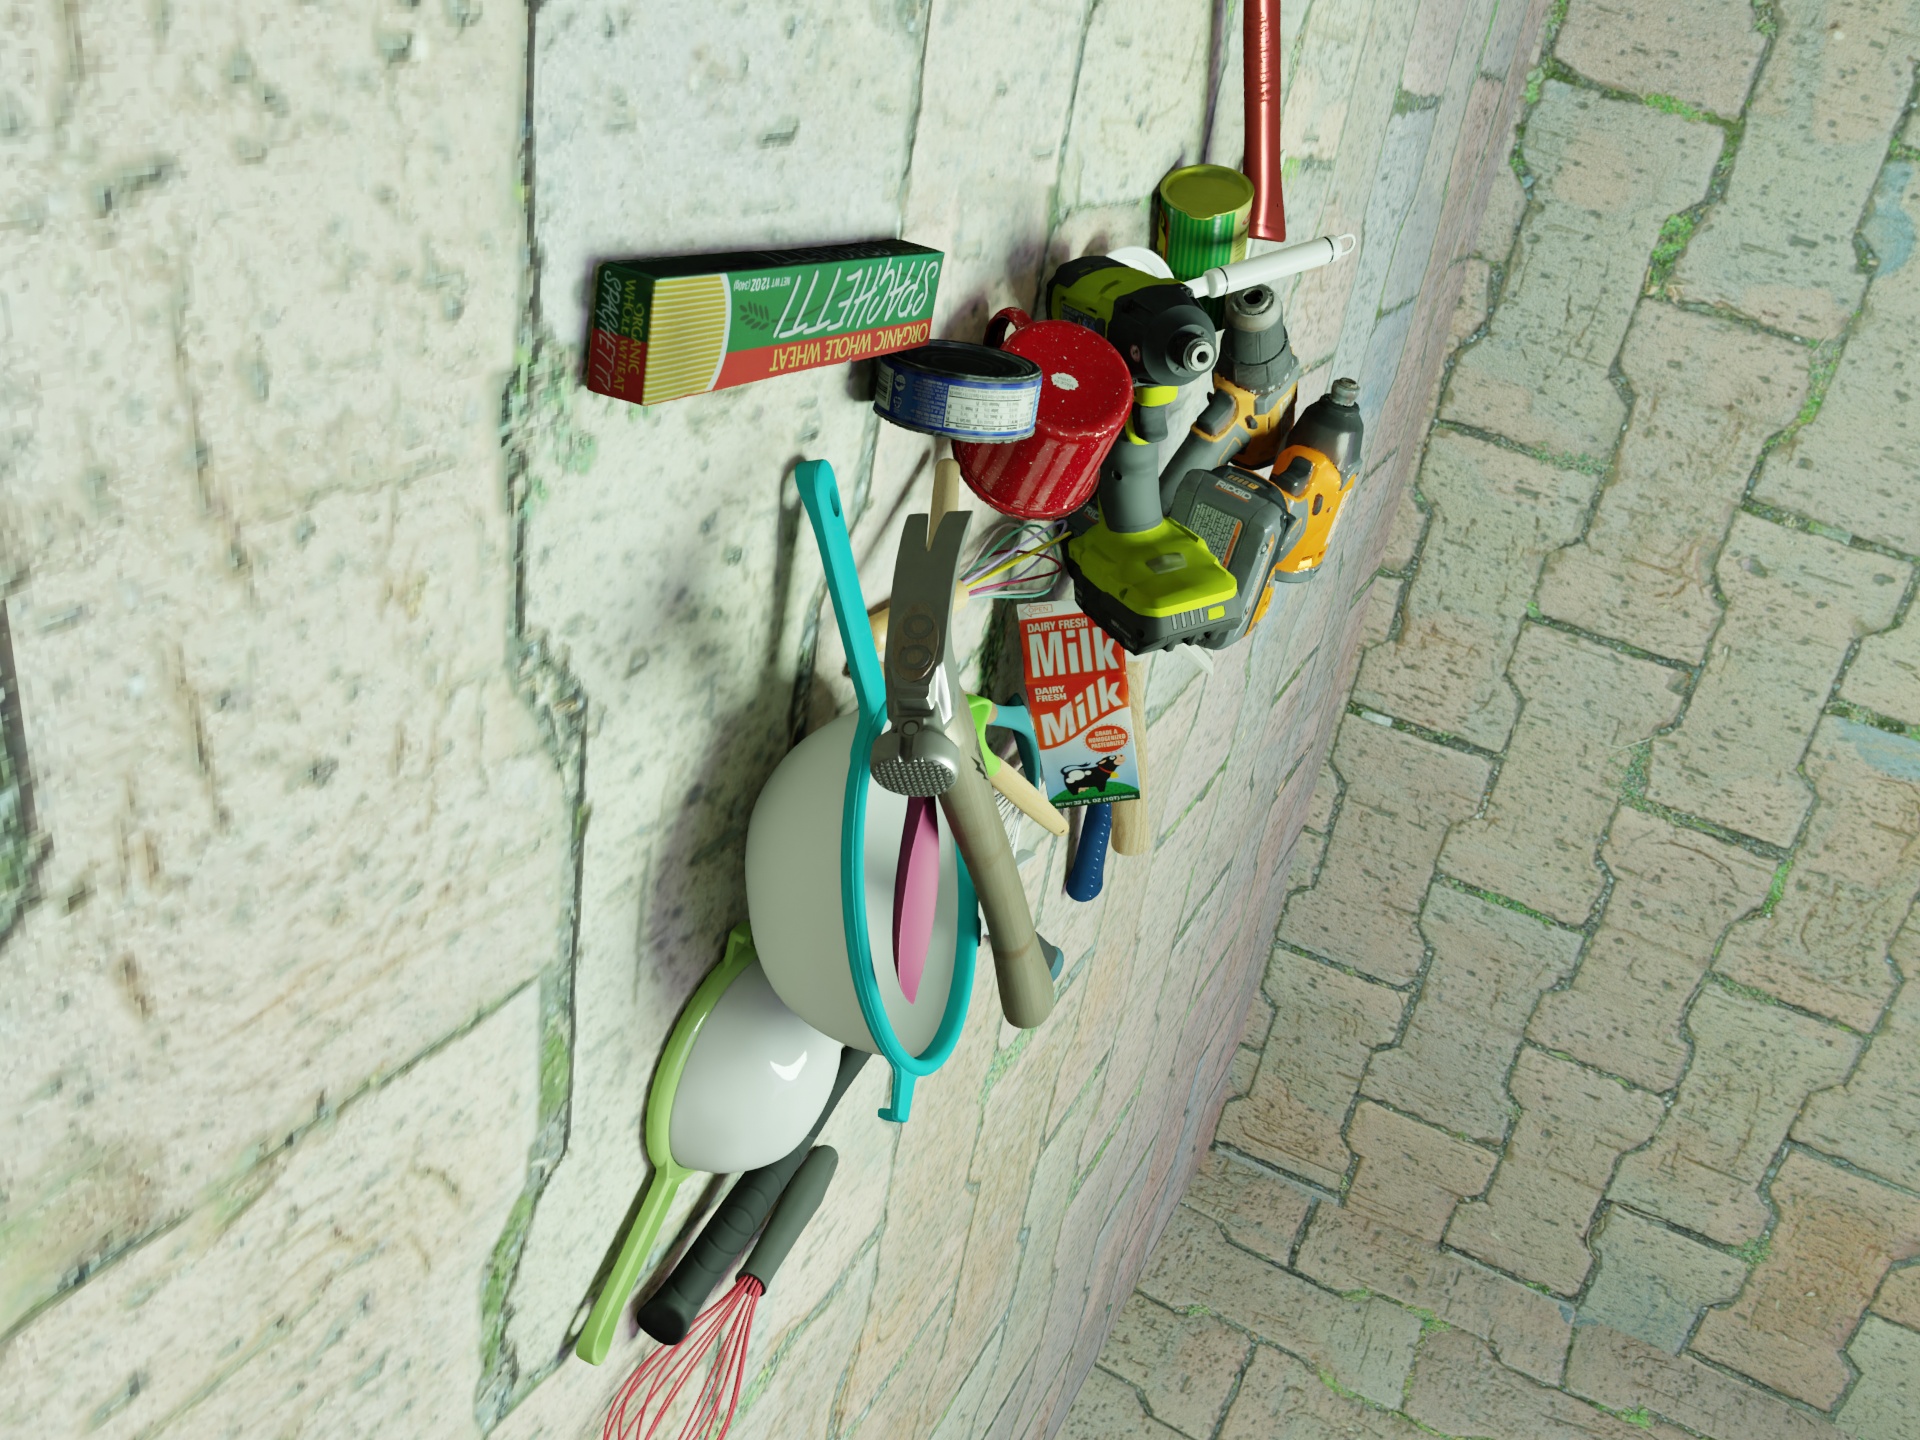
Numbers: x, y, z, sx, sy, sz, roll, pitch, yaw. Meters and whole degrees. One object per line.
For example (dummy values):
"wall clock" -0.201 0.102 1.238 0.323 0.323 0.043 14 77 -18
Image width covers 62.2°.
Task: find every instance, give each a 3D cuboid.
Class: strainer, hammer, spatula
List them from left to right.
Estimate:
"strainer" -0.134 0.250 0.909 0.256 0.069 0.151 -65 160 -18
"hammer" -0.093 0.248 1.023 0.335 0.035 0.146 -53 -178 -25
"strainer" -0.074 0.031 0.852 0.211 0.095 0.340 -60 141 -62
"spatula" -0.002 -0.003 1.060 0.317 0.044 0.082 20 52 -63
"hammer" 0.015 0.061 0.874 0.410 0.038 0.146 73 19 -57
"hammer" 0.047 0.192 1.399 0.128 0.033 0.330 -65 161 -10
"hammer" 0.140 0.024 1.426 0.144 0.035 0.405 -52 159 -38
"hammer" 0.139 0.015 1.301 0.331 0.130 0.031 79 14 -53
"strainer" 0.167 -0.297 1.090 0.258 0.050 0.086 -21 118 -19
"hammer" 0.210 -0.500 1.092 0.149 0.037 0.358 -55 149 -36

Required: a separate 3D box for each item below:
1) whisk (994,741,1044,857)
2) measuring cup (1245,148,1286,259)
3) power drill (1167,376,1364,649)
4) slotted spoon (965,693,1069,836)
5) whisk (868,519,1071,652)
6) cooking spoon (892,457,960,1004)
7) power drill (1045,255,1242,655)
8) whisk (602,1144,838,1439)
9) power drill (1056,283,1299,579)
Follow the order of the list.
"whisk" 0.038 0.065 1.221 0.285 0.070 0.070 -49 152 -56
"measuring cup" 0.217 -0.401 1.267 0.083 0.038 0.168 76 37 -58
"power drill" 0.228 -0.157 1.167 0.226 0.084 0.164 -34 147 -50
"slotted spoon" 0.026 0.038 1.079 0.070 0.031 0.313 -35 155 7
"whisk" 0.005 -0.083 1.006 0.245 0.047 0.051 -33 127 -54
"cooking spoon" -0.018 -0.006 0.851 0.068 0.017 0.319 69 23 -62
"power drill" 0.115 -0.162 0.985 0.080 0.171 0.223 -16 119 -13
"whisk" -0.146 0.383 1.037 0.296 0.073 0.073 -54 156 -54
"power drill" 0.171 -0.204 1.186 0.226 0.084 0.185 -48 156 -12
